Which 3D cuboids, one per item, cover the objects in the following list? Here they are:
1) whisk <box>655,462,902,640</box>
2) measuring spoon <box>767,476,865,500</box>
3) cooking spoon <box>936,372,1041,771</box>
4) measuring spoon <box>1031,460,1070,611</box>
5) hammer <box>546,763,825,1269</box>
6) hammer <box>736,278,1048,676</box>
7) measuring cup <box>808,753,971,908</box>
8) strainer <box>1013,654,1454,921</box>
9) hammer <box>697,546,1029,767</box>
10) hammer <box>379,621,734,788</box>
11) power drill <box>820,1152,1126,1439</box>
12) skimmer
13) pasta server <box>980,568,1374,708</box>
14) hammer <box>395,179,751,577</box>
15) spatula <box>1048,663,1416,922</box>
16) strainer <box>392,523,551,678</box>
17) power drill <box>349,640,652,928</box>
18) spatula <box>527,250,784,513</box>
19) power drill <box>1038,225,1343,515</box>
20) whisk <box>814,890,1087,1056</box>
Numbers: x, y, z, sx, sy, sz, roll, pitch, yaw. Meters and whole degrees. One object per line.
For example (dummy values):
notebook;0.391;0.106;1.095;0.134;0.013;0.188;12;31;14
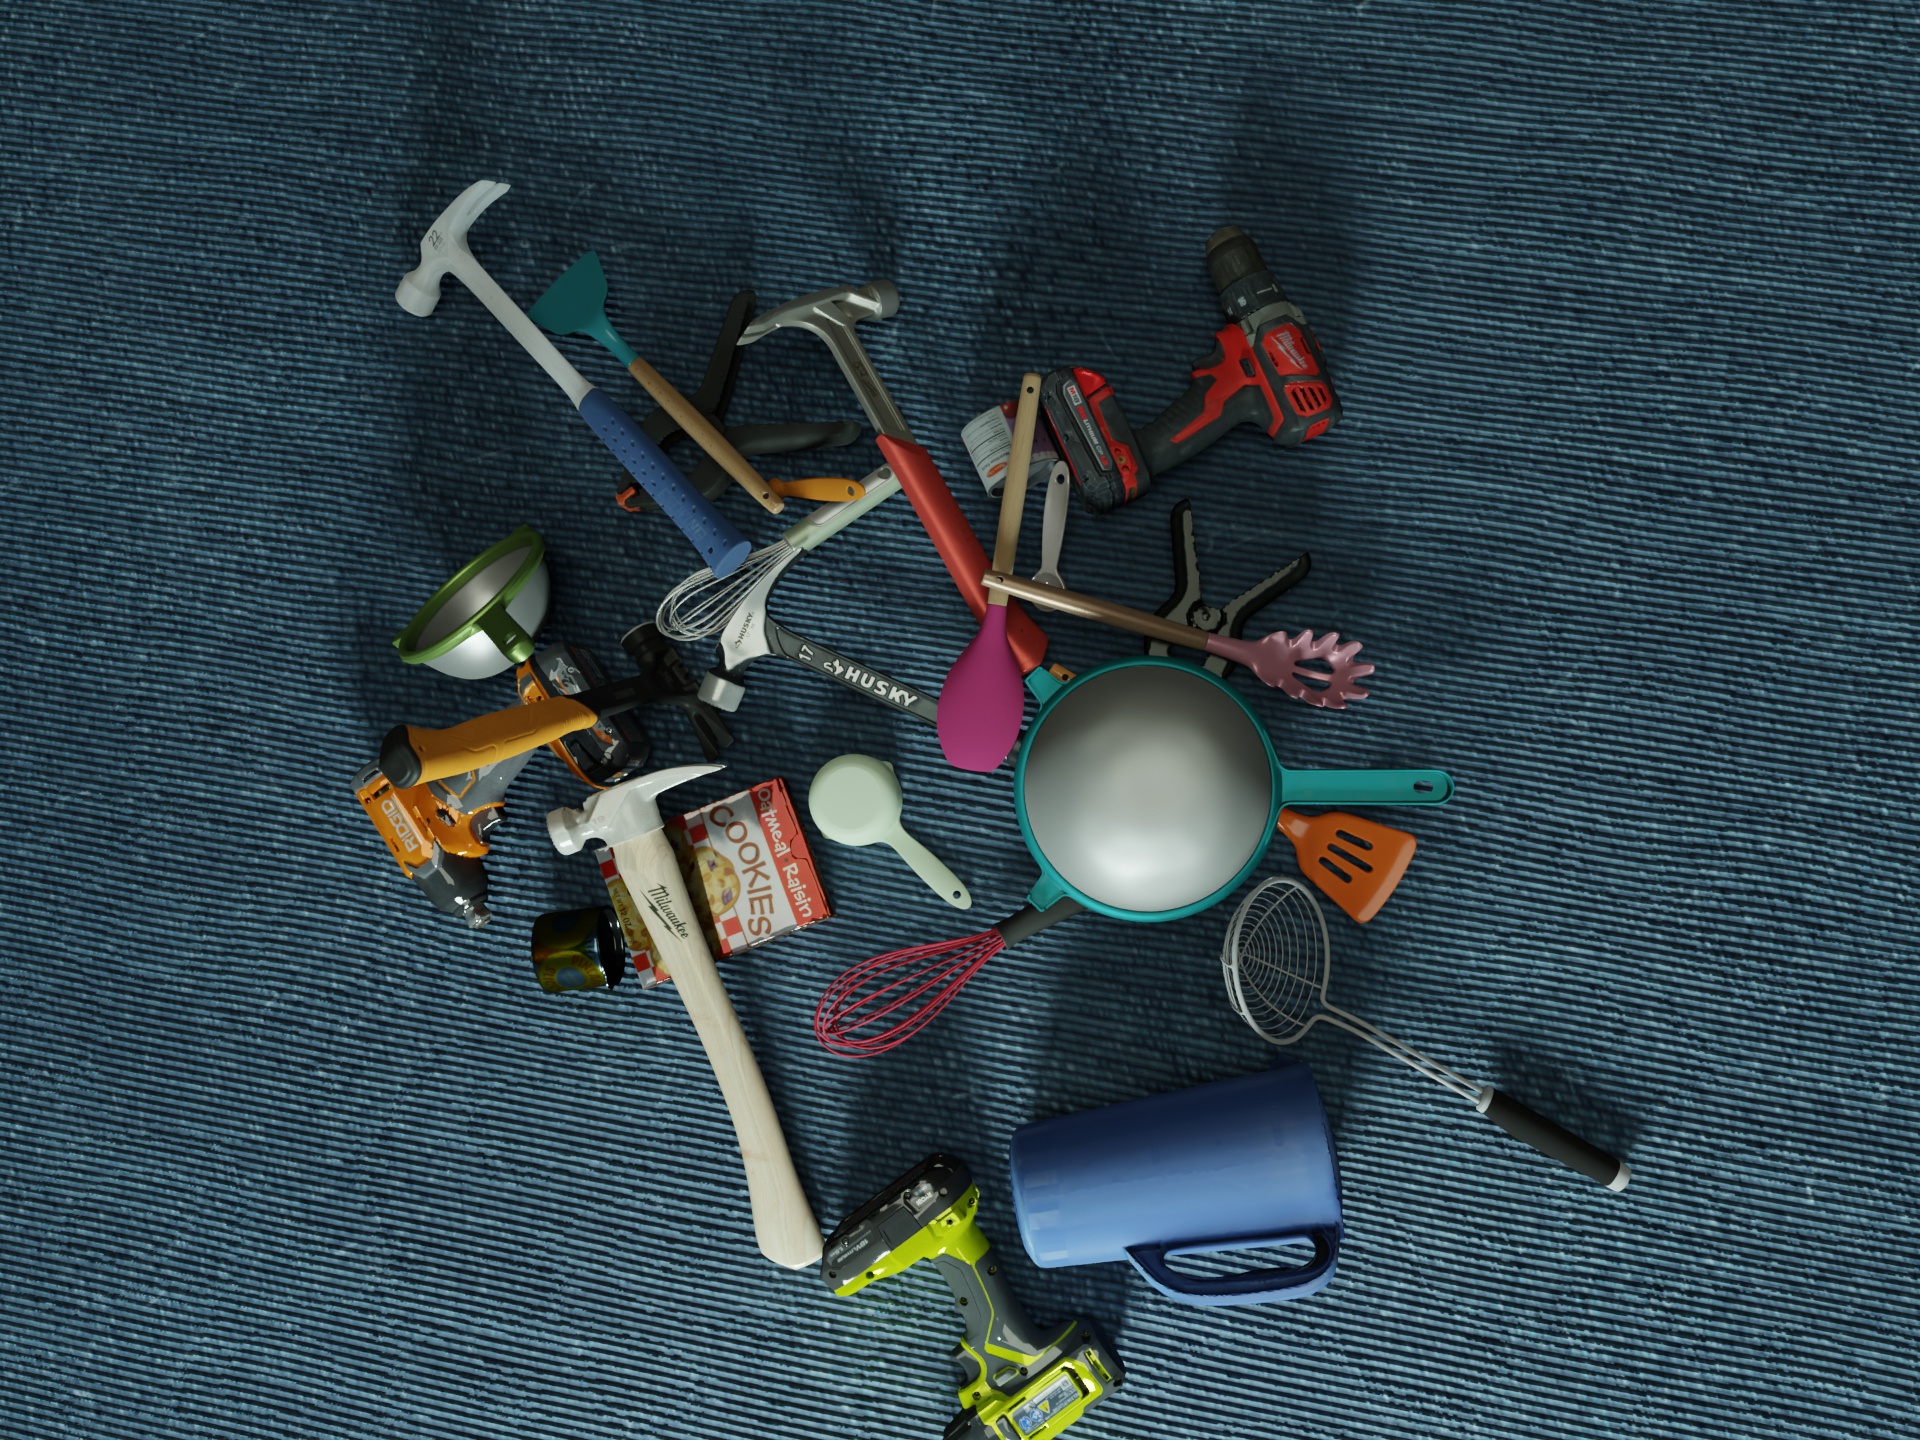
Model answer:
whisk;-0.149;-0.143;1.332;0.246;0.059;0.058;-34;56;-3
measuring spoon;-0.122;-0.190;1.316;0.117;0.011;0.021;8;124;42
cooking spoon;0.033;-0.117;1.266;0.069;0.017;0.319;9;92;2
measuring spoon;0.080;-0.151;1.307;0.034;0.018;0.124;14;105;32
hammer;-0.186;0.237;1.268;0.146;0.038;0.410;-21;92;1
hammer;-0.039;-0.192;1.307;0.149;0.036;0.359;-27;86;-31
measuring cup;-0.055;0.095;1.300;0.168;0.038;0.083;43;89;10
strainer;0.207;0.052;1.212;0.340;0.095;0.211;0;88;6
hammer;-0.002;-0.004;1.295;0.409;0.036;0.149;24;92;3
hammer;-0.299;0.004;1.195;0.034;0.337;0.127;-39;84;26
power drill;-0.003;0.470;1.240;0.171;0.080;0.223;-37;85;1
skimmer;0.360;0.250;1.218;0.363;0.090;0.127;30;58;5
pasta server;0.170;-0.071;1.254;0.316;0.040;0.060;16;82;-5
hammer;-0.315;-0.279;1.324;0.406;0.035;0.144;47;117;12
spatula;0.208;0.043;1.280;0.322;0.041;0.081;33;89;9
strainer;-0.362;-0.070;1.273;0.151;0.257;0.069;-44;121;-9
power drill;-0.373;0.056;1.317;0.226;0.084;0.164;-34;83;5
spatula;-0.251;-0.280;1.337;0.082;0.044;0.318;-44;76;1
power drill;0.178;-0.286;1.300;0.226;0.080;0.188;-23;83;0
whisk;0.015;0.183;1.278;0.296;0.073;0.073;-29;82;-4
